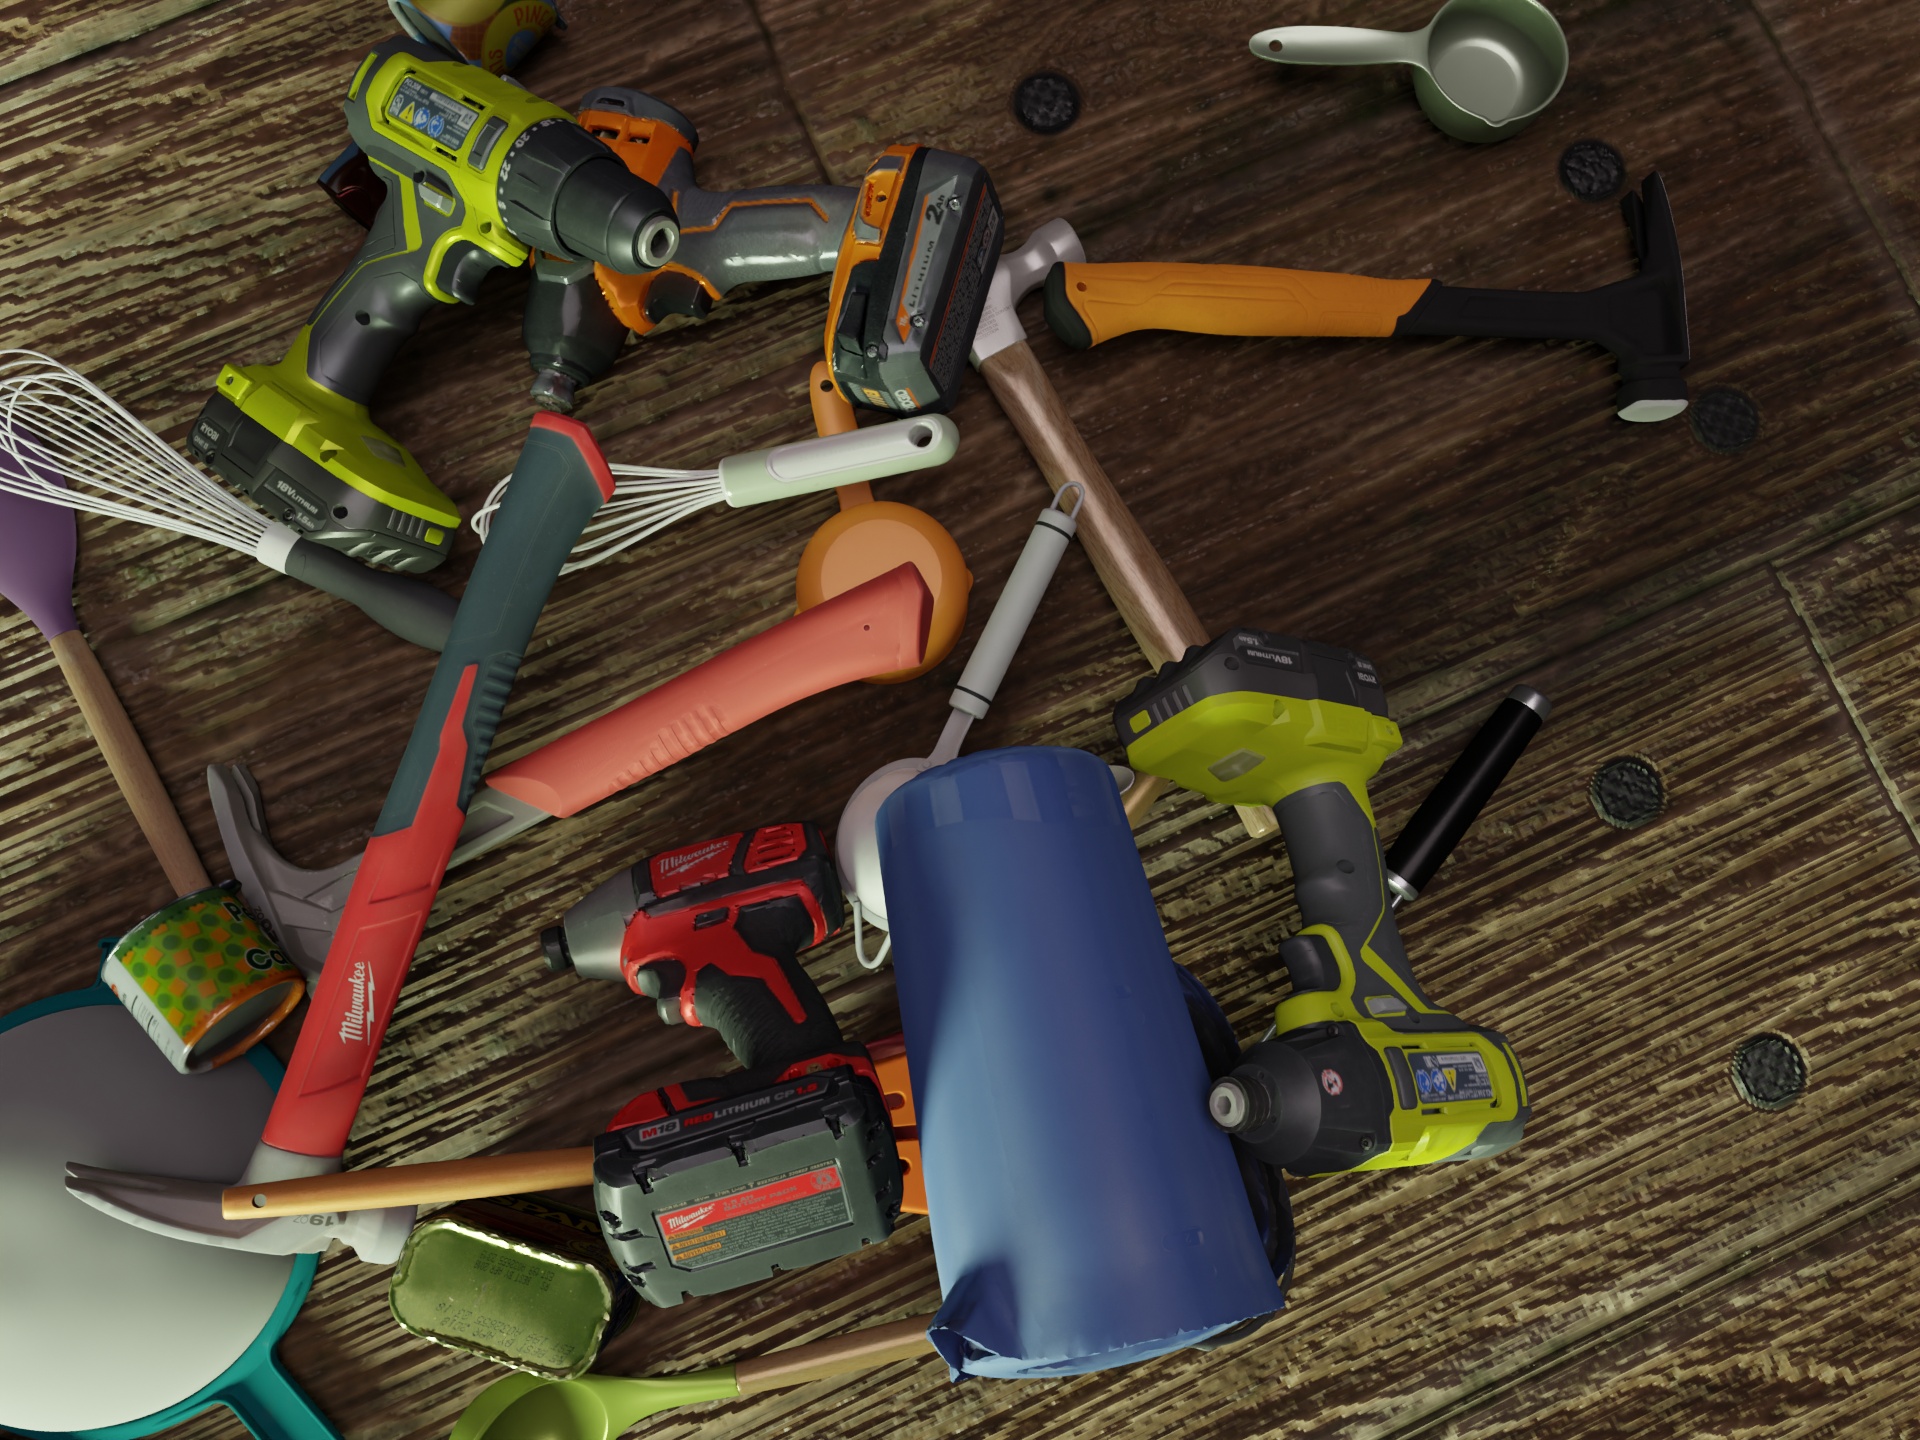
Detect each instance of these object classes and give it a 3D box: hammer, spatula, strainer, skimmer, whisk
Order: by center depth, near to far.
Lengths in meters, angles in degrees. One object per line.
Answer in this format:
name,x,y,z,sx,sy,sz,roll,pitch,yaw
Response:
hammer,-0.253,0.041,0.701,0.143,0.038,0.386,21,86,-30
spatula,-0.152,0.196,0.707,0.322,0.041,0.081,-1,78,-19
strainer,-0.363,0.273,0.713,0.211,0.095,0.340,-44,84,-7
skimmer,0.179,0.124,0.752,0.127,0.090,0.363,38,82,6
hammer,-0.179,0.012,0.757,0.359,0.036,0.149,-27,84,5
strainer,-0.001,-0.002,0.770,0.087,0.050,0.258,23,84,34
whisk,-0.121,-0.115,0.776,0.246,0.059,0.058,-11,78,8
whisk,-0.366,-0.099,0.788,0.284,0.070,0.070,26,82,-3
spatula,-0.432,-0.020,0.792,0.060,0.018,0.316,-28,83,-17
hammer,0.077,-0.089,0.809,0.130,0.031,0.331,-29,84,-6
hammer,0.209,-0.220,0.813,0.337,0.034,0.127,-1,83,-8

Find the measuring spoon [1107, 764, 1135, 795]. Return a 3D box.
measuring spoon,0.028,0.045,0.780,0.124,0.018,0.034,-17,73,14

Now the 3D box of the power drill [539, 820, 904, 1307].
power drill,-0.109,0.133,0.694,0.143,0.220,0.078,-14,124,-7

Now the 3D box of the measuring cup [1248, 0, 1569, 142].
measuring cup,0.235,-0.349,0.849,0.167,0.038,0.083,3,82,1

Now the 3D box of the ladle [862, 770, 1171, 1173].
ladle,0.030,0.103,0.769,0.069,0.031,0.315,39,88,8

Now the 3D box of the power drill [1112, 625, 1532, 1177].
power drill,0.147,0.078,0.679,0.171,0.080,0.223,9,58,-39

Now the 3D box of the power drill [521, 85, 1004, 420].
power drill,-0.108,-0.215,0.784,0.226,0.084,0.164,14,82,15

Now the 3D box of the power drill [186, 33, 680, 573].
power drill,-0.246,-0.190,0.749,0.191,0.080,0.228,33,96,23

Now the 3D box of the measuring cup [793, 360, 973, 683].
measuring cup,-0.050,-0.106,0.796,0.095,0.052,0.174,-15,85,-4

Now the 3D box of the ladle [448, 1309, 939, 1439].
ladle,-0.076,0.308,0.737,0.320,0.062,0.078,-11,114,-6
